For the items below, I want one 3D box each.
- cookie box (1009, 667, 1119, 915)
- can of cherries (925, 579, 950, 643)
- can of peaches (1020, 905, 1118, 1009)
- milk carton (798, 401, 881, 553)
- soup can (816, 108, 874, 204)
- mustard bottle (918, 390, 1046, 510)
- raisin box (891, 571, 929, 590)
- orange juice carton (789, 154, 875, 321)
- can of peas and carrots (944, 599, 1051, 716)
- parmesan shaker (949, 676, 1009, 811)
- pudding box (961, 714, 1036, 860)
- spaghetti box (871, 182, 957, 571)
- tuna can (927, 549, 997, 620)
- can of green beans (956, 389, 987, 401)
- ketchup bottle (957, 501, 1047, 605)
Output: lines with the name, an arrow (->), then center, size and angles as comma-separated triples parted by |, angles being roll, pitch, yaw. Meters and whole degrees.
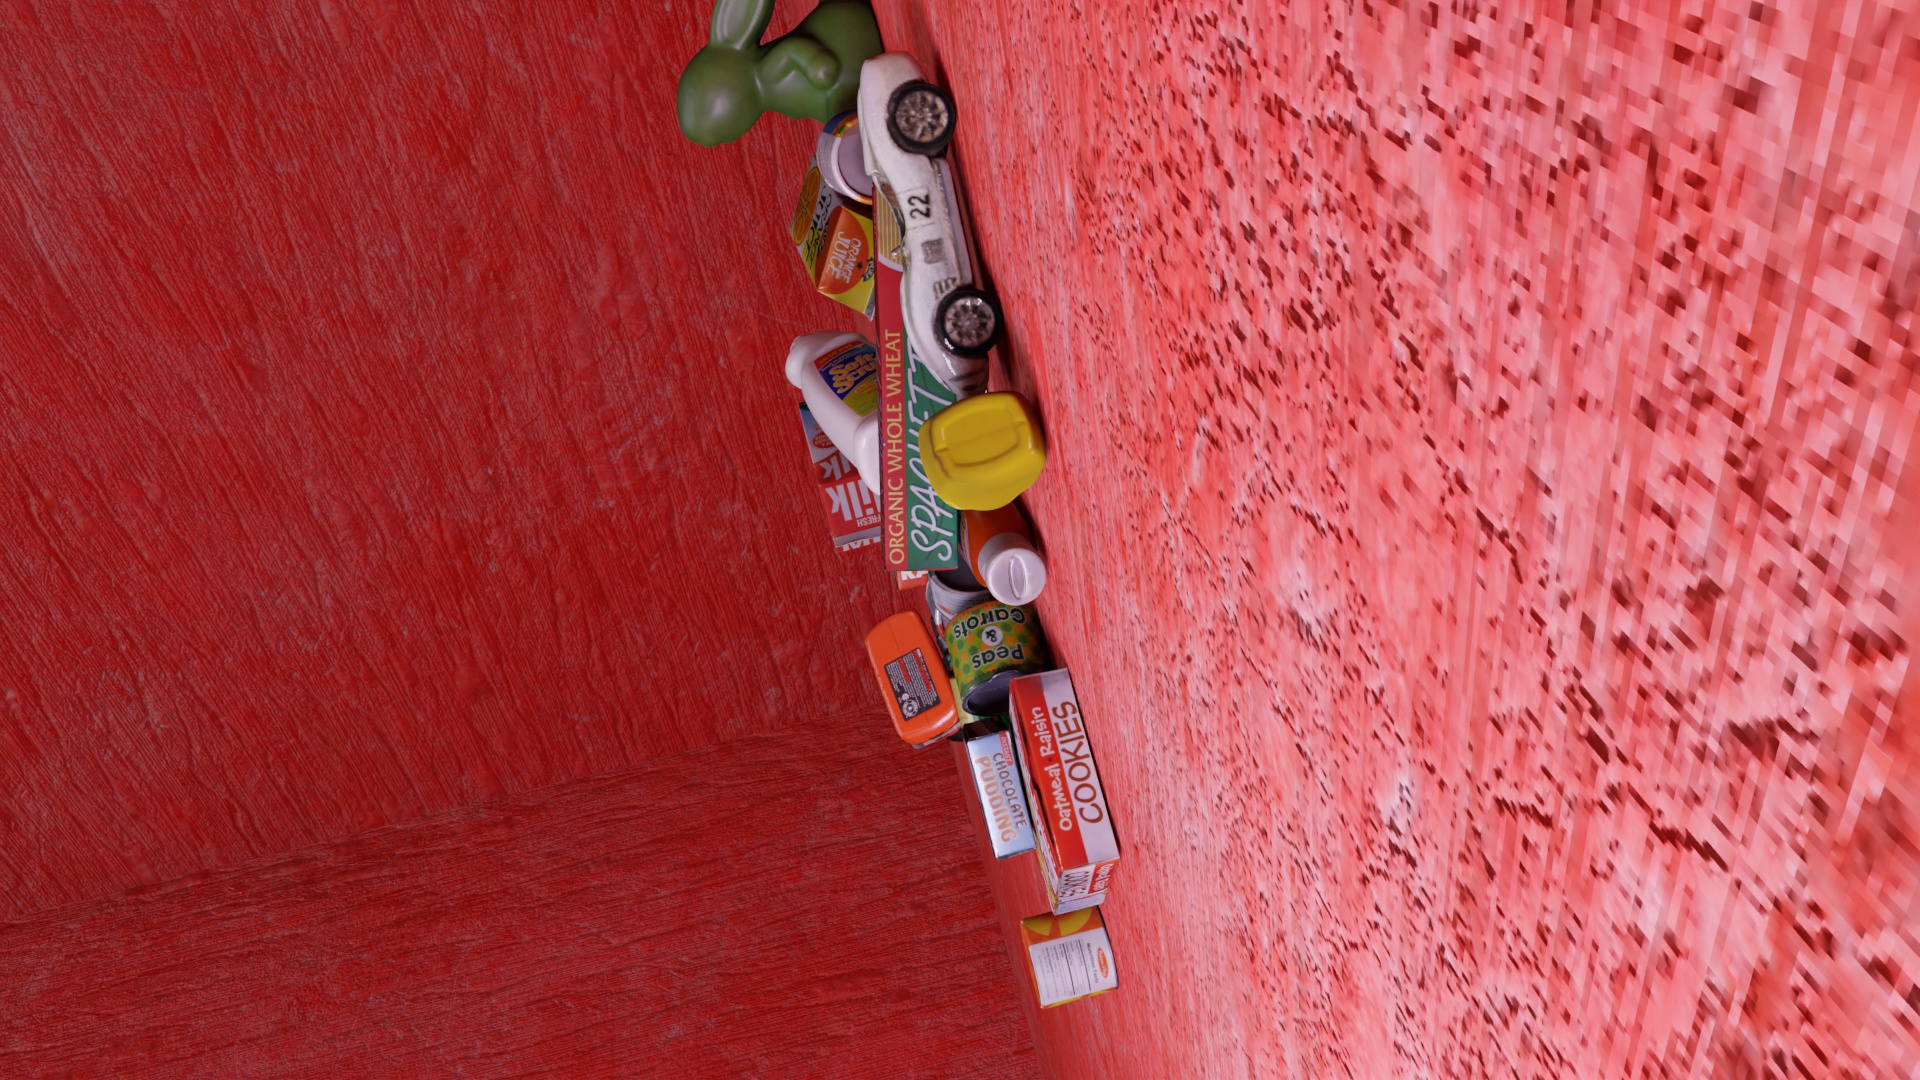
cookie box -> 0.064, 0.168, 0.908 | 0.166, 0.040, 0.123 | 86, 170, -66
can of cherries -> 0.011, 0.051, 1.100 | 0.058, 0.071, 0.071 | -120, 17, -72
can of peaches -> 0.079, 0.305, 1.024 | 0.071, 0.058, 0.071 | 170, 86, -85
milk carton -> -0.087, -0.054, 1.197 | 0.191, 0.072, 0.073 | -110, 7, -55
soup can -> -0.066, -0.284, 1.023 | 0.084, 0.071, 0.071 | -127, 23, -68
mustard bottle -> 0.012, -0.044, 0.770 | 0.160, 0.065, 0.049 | 80, 172, -84
raisin box -> -0.020, 0.008, 1.206 | 0.123, 0.086, 0.040 | -124, 26, -79
orange juice carton -> -0.082, -0.244, 1.125 | 0.193, 0.073, 0.071 | -116, 43, -56
can of peas and carrots -> 0.026, 0.079, 0.949 | 0.070, 0.071, 0.059 | 84, 172, -60
parmesan shaker -> 0.036, 0.146, 1.048 | 0.071, 0.071, 0.103 | 120, 137, -84
pudding box -> 0.025, 0.163, 0.923 | 0.049, 0.030, 0.083 | -143, 40, -84
spaghetti box -> -0.028, -0.102, 0.887 | 0.029, 0.050, 0.249 | -124, 32, -77
tuna can -> 0.011, 0.024, 0.996 | 0.032, 0.071, 0.071 | 82, 173, -47
can of green beans -> -0.014, -0.100, 0.963 | 0.071, 0.058, 0.071 | 171, 85, -86
ketchup bottle -> 0.024, 0.003, 0.892 | 0.149, 0.043, 0.064 | -120, 20, -73
